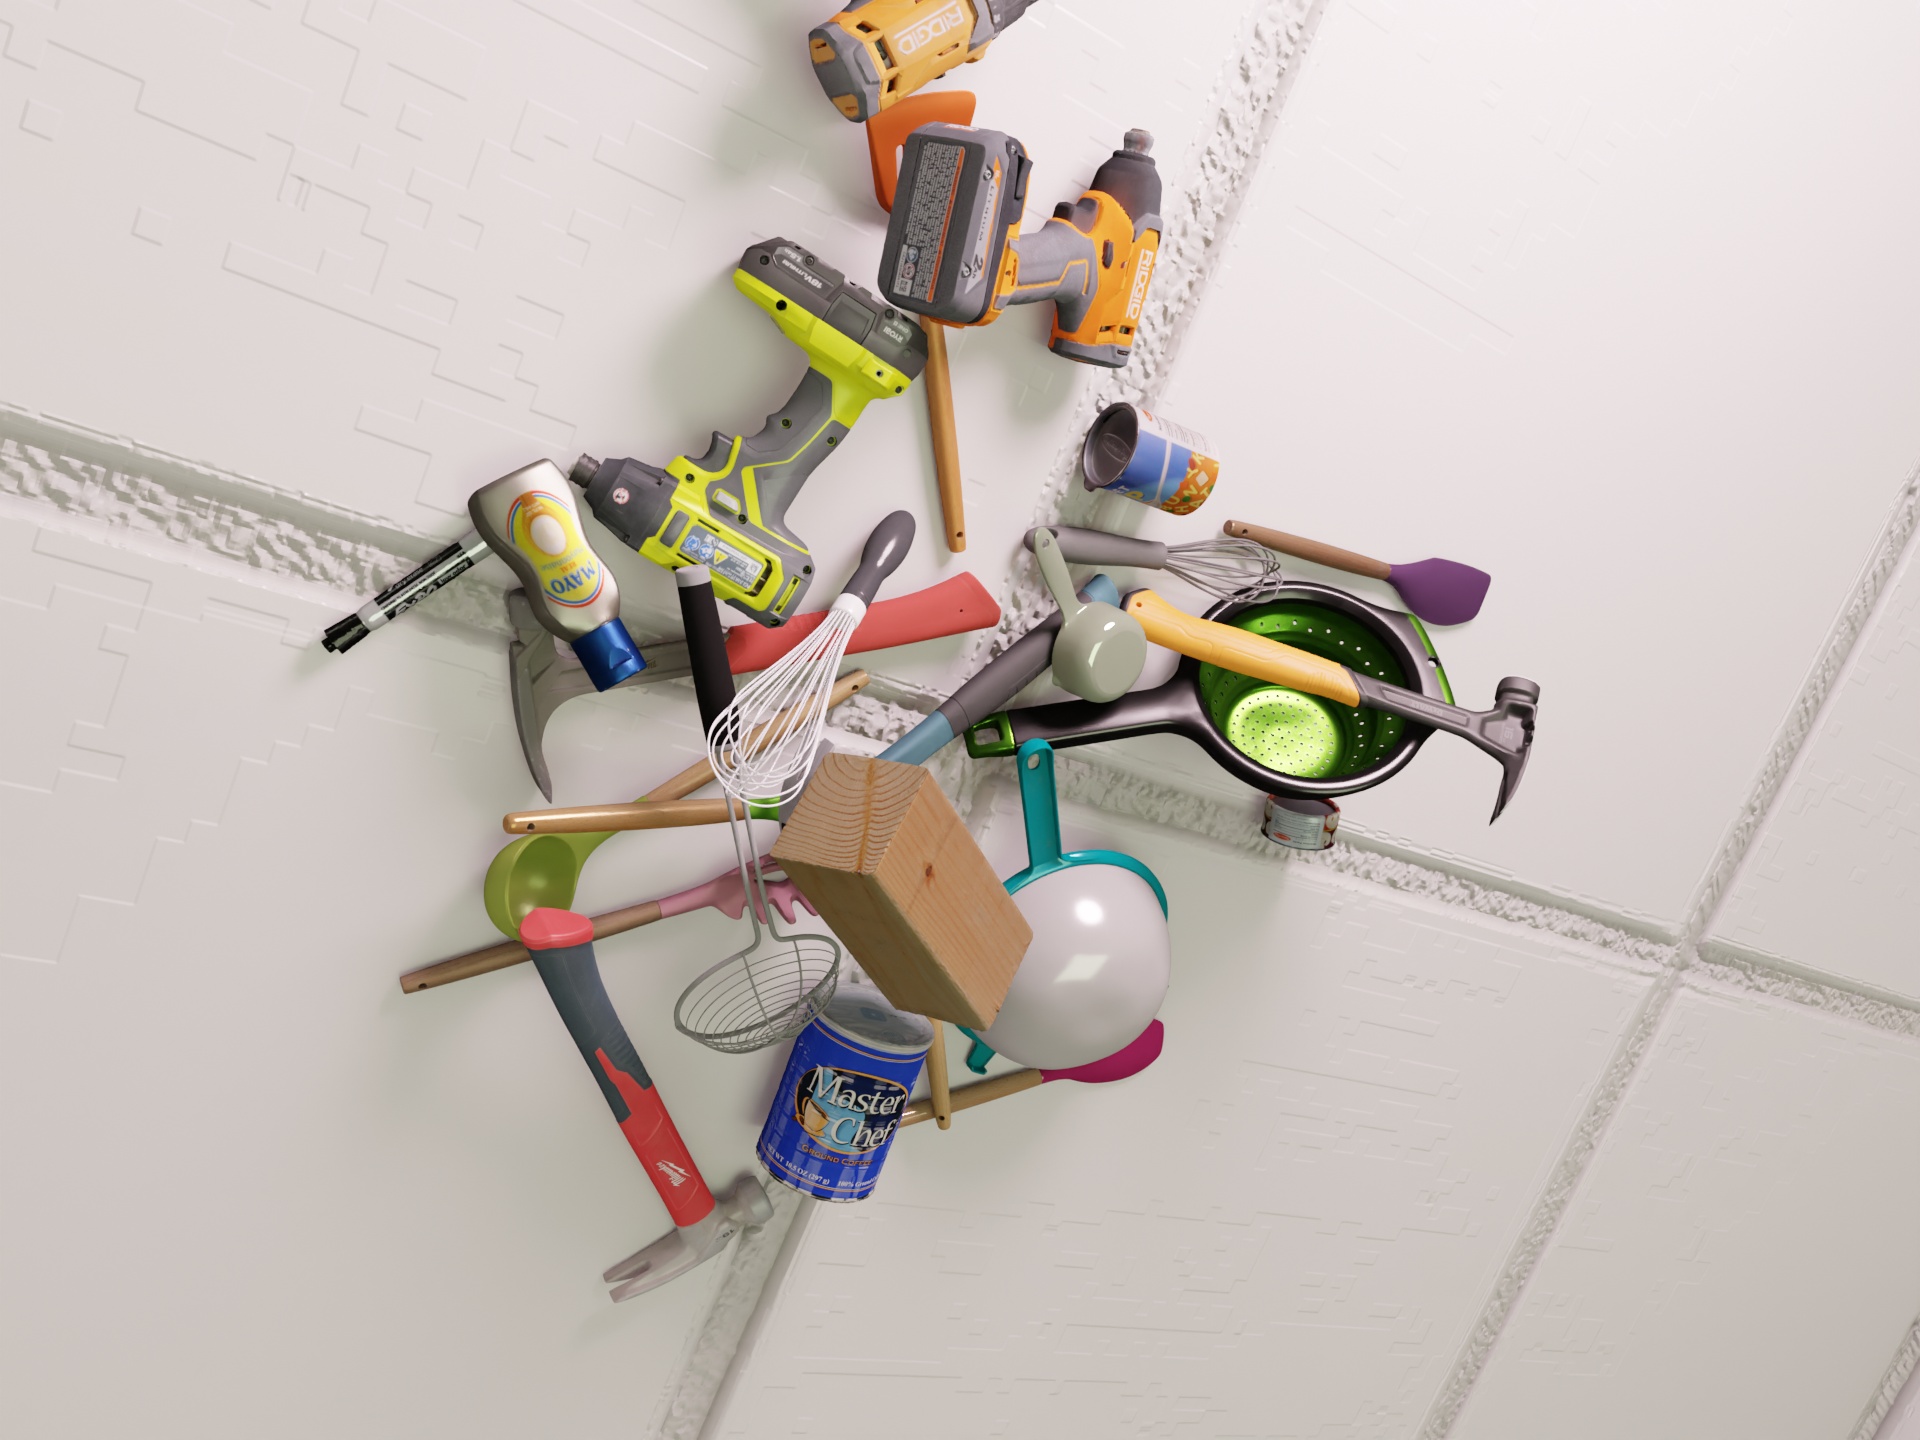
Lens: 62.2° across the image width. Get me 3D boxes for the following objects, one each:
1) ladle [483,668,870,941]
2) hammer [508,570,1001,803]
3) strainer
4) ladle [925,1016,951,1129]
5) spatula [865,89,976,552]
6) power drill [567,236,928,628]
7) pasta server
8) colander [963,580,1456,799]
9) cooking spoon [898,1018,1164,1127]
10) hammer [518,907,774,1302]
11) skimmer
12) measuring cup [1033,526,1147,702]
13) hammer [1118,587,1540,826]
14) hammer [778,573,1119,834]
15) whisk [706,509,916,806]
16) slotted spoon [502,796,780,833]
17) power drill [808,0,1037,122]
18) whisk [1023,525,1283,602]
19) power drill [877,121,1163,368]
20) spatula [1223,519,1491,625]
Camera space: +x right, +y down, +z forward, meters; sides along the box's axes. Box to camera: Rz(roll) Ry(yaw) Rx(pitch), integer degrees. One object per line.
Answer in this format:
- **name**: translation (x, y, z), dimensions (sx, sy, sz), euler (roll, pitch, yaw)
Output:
- **ladle**: translation (-0.194, 0.052, 1.137), dimensions (0.320, 0.062, 0.078), euler (-32, 133, -17)
- **hammer**: translation (-0.138, -0.045, 1.139), dimensions (0.359, 0.037, 0.149), euler (-11, 115, -24)
- **strainer**: translation (0.090, 0.168, 1.274), dimensions (0.211, 0.095, 0.340), euler (-20, 130, -14)
- **ladle**: translation (-0.030, 0.204, 1.288), dimensions (0.069, 0.031, 0.315), euler (-1, 115, 11)
- **spatula**: translation (-0.016, -0.267, 1.111), dimensions (0.081, 0.041, 0.322), euler (-18, 118, -22)
- **power drill**: translation (-0.137, -0.194, 1.045), dimensions (0.171, 0.080, 0.223), euler (31, 97, -16)
- **pasta server**: translation (-0.244, 0.150, 1.160), dimensions (0.316, 0.040, 0.060), euler (-15, 126, -21)
- **colander**: translation (0.196, 0.004, 1.303), dimensions (0.397, 0.205, 0.094), euler (-9, 150, -8)
- **cooking spoon**: translation (0.046, 0.320, 1.396), dimensions (0.318, 0.017, 0.068), euler (-10, 116, -25)
- **hammer**: translation (-0.255, 0.287, 1.173), dimensions (0.143, 0.038, 0.385), euler (-27, 130, -15)
- **skimmer**: translation (-0.161, 0.068, 1.098), dimensions (0.127, 0.090, 0.363), euler (-16, 108, -23)
- **measuring cup**: translation (0.095, -0.079, 1.195), dimensions (0.083, 0.038, 0.167), euler (-44, 135, -16)
- **hammer**: translation (0.281, -0.027, 1.248), dimensions (0.034, 0.337, 0.127), euler (99, 12, -58)
- **hammer**: translation (-0.002, -0.004, 1.199), dimensions (0.331, 0.033, 0.128), euler (-39, 131, -21)
- **whisk**: translation (-0.089, -0.051, 1.075), dimensions (0.070, 0.070, 0.285), euler (59, 42, -32)
- **slotted spoon**: translation (-0.175, 0.066, 1.123), dimensions (0.313, 0.031, 0.070), euler (0, 110, -42)
- **power drill**: translation (-0.040, -0.509, 0.965), dimensions (0.185, 0.084, 0.226), euler (-35, 117, -13)
- **whisk**: translation (0.156, -0.127, 1.259), dimensions (0.238, 0.055, 0.055), euler (5, 107, -25)
- **power drill**: translation (0.056, -0.332, 1.072), dimensions (0.226, 0.084, 0.164), euler (-4, 113, -50)
- **spatula**: translation (0.348, -0.132, 1.375), dimensions (0.315, 0.018, 0.059), euler (11, 105, -32)
